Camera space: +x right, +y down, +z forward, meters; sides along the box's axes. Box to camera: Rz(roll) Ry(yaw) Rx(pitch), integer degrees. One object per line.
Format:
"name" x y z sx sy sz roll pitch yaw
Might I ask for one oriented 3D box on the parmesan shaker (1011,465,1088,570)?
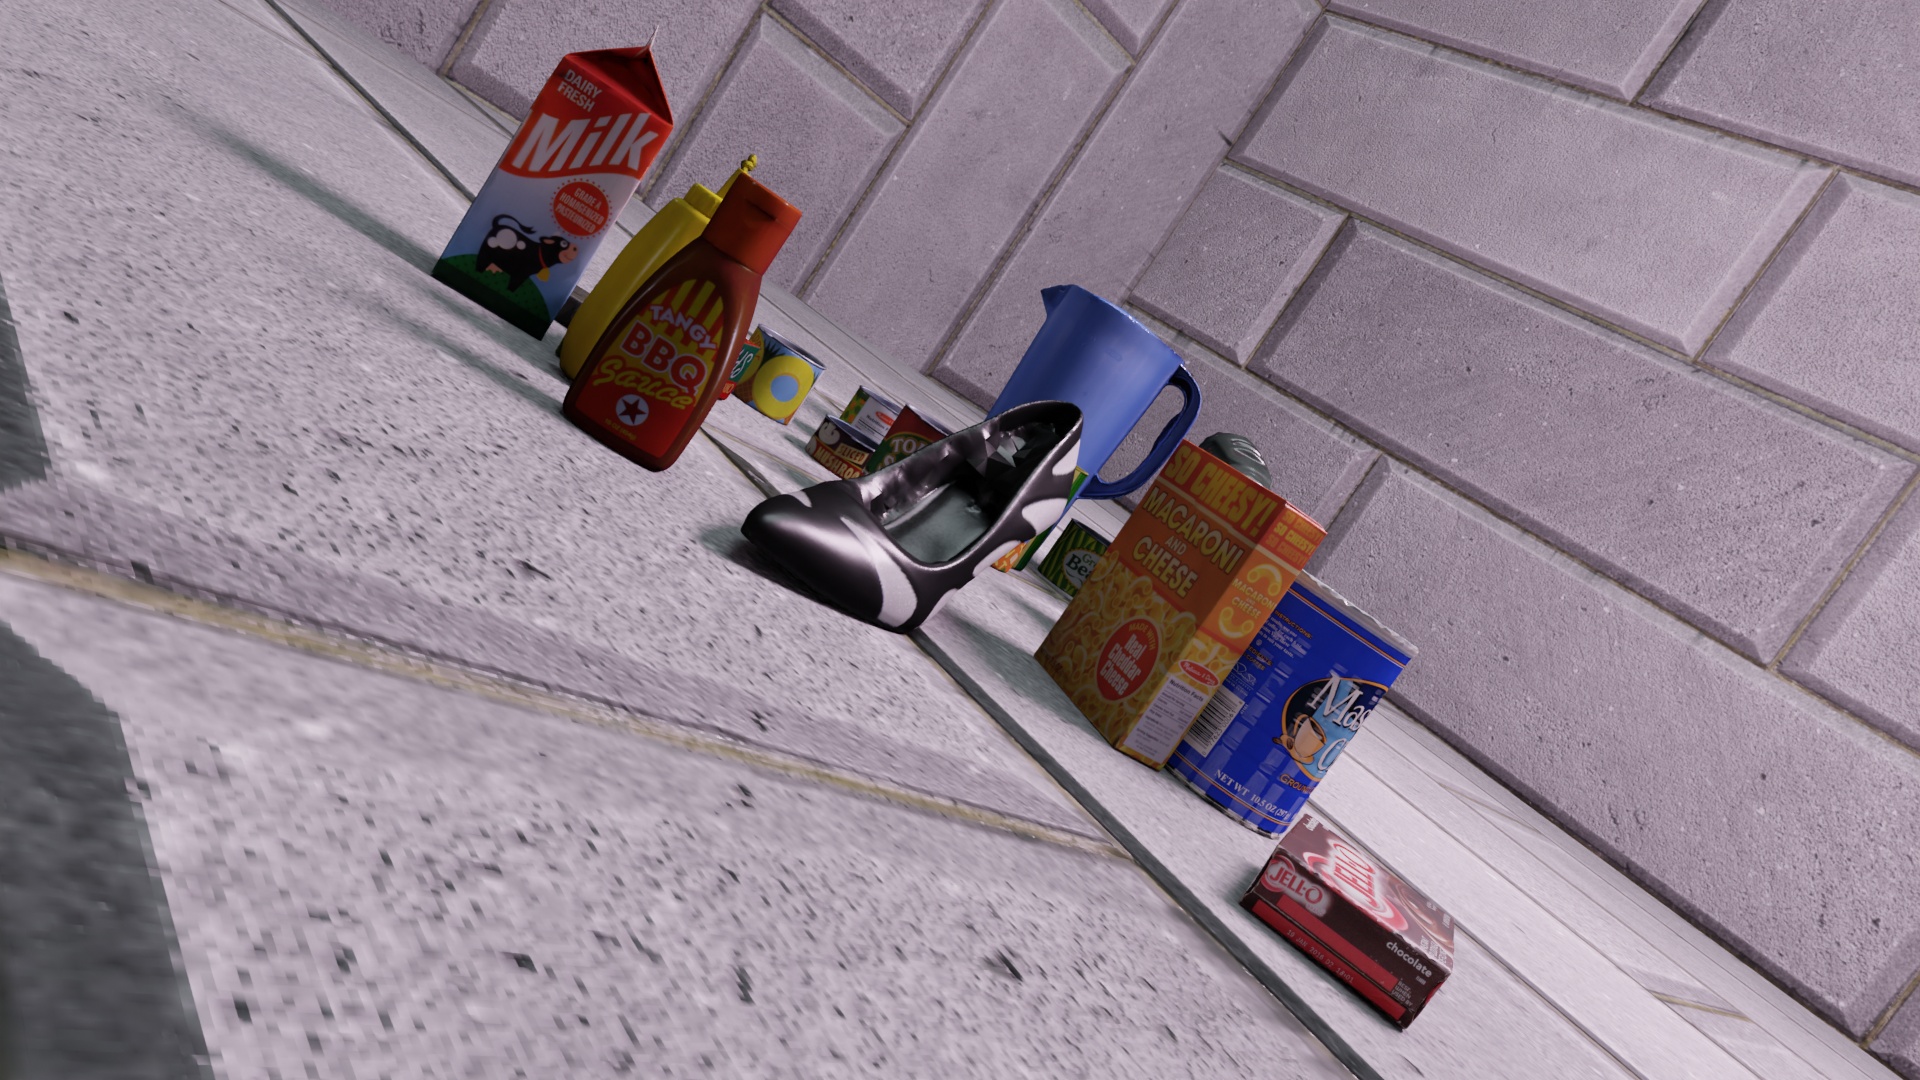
"parmesan shaker" 0.053 -0.035 1.202 0.071 0.103 0.071 34 7 -4

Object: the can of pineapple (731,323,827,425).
"can of pineapple" -0.153 -0.136 1.130 0.071 0.058 0.071 34 7 -4

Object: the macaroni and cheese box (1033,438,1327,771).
"macaroni and cheese box" 0.125 0.034 0.821 0.040 0.166 0.124 31 8 -28

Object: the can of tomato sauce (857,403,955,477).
"can of tomato sauce" -0.032 -0.041 0.944 0.071 0.083 0.071 34 7 -4

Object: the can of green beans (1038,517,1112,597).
"can of green beans" 0.114 0.021 1.290 0.071 0.057 0.071 34 7 -4

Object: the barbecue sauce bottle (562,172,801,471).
"barbecue sauce bottle" -0.134 -0.111 0.692 0.065 0.148 0.044 33 7 -11

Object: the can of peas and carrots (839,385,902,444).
"can of peas and carrots" -0.074 -0.091 1.186 0.071 0.058 0.071 34 7 -4

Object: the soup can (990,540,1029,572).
"soup can" 0.033 -0.026 1.136 0.071 0.083 0.071 34 7 -4

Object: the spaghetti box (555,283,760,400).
"spaghetti box" -0.193 -0.127 0.925 0.029 0.050 0.250 35 7 6

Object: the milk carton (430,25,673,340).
"milk carton" -0.231 -0.222 0.826 0.073 0.190 0.072 32 7 -22

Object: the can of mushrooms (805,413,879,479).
"can of mushrooms" -0.085 -0.067 1.080 0.071 0.033 0.071 34 7 -4

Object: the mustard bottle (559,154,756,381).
"mustard bottle" -0.159 -0.148 0.776 0.065 0.160 0.049 27 10 -48
